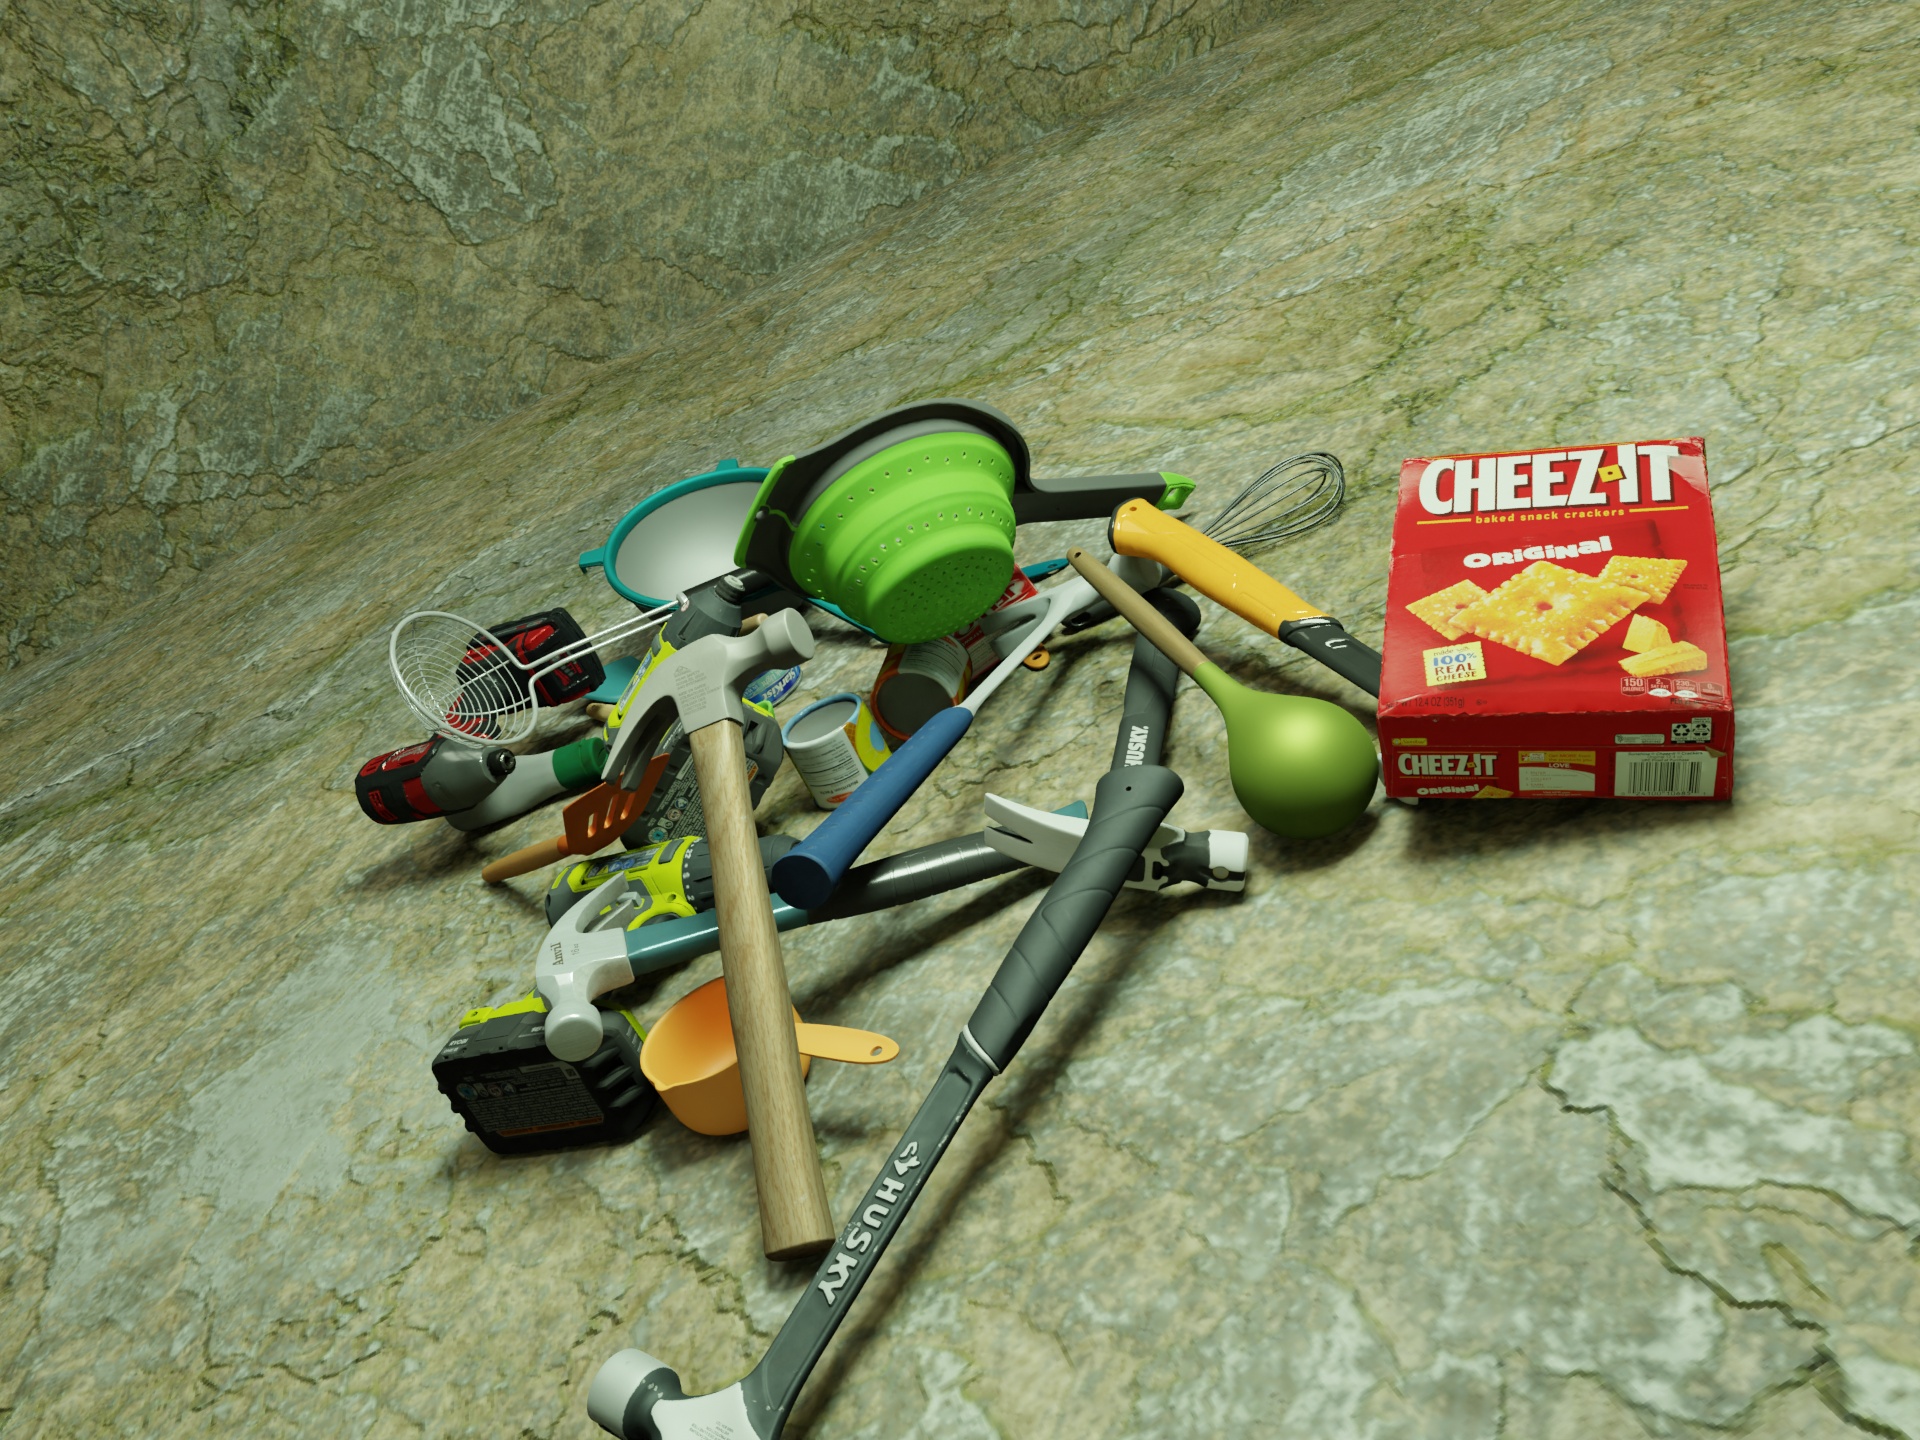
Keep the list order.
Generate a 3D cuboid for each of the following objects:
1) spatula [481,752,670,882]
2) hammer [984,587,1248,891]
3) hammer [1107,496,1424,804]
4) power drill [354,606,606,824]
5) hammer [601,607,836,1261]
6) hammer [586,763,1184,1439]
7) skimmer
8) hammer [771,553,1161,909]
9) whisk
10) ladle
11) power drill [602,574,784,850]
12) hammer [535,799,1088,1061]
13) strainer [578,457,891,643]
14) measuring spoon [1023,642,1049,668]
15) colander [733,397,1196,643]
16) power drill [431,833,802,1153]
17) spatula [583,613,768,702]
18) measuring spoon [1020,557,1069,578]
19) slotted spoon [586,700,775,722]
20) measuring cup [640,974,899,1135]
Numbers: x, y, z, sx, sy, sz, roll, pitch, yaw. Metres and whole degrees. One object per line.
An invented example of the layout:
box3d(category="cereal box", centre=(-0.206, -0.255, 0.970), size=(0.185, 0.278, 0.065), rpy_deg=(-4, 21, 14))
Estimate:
box3d(category="spatula", centre=(-0.290, 0.083, 1.125), size=(0.081, 0.041, 0.322), rpy_deg=(-31, 6, -35))
box3d(category="hammer", centre=(0.110, -0.003, 0.997), size=(0.146, 0.035, 0.335), rpy_deg=(5, 30, 9))
box3d(category="hammer", centre=(0.207, -0.069, 0.983), size=(0.127, 0.034, 0.337), rpy_deg=(-34, 41, -14))
box3d(category="power drill", centre=(-0.395, 0.000, 1.333), size=(0.143, 0.078, 0.220), rpy_deg=(-13, 30, 26))
box3d(category="hammer", centre=(-0.113, 0.108, 0.822), size=(0.130, 0.031, 0.332), rpy_deg=(-22, 64, 18))
box3d(category="hammer", centre=(0.004, 0.171, 0.742), size=(0.149, 0.036, 0.409), rpy_deg=(11, 51, 35))
box3d(category="skimmer", centre=(-0.274, -0.083, 1.277), size=(0.363, 0.127, 0.090), rpy_deg=(-26, -17, -23))
box3d(category="hammer", centre=(-0.002, -0.003, 1.011), size=(0.144, 0.035, 0.405), rpy_deg=(-22, 15, 37))
box3d(category="whisk", centre=(0.180, -0.130, 1.191), size=(0.239, 0.055, 0.055), rpy_deg=(-28, 26, 6))
box3d(category="ladle", centre=(0.140, -0.033, 0.958), size=(0.078, 0.062, 0.320), rpy_deg=(-42, 35, 3))
box3d(category="power drill", centre=(-0.201, -0.003, 1.185), size=(0.171, 0.080, 0.223), rpy_deg=(-56, 27, 16))
box3d(category="hammer", centre=(-0.077, 0.104, 0.913), size=(0.331, 0.033, 0.128), rpy_deg=(-14, 28, -12))
box3d(category="strainer", centre=(-0.169, -0.113, 1.437), size=(0.341, 0.095, 0.211), rpy_deg=(28, 55, 34))
box3d(category="measuring spoon", centre=(0.046, -0.065, 1.222), size=(0.021, 0.011, 0.117), rpy_deg=(-27, 27, -2))
box3d(category="colander", centre=(0.037, -0.131, 1.156), size=(0.397, 0.204, 0.095), rpy_deg=(-9, 58, -35))
box3d(category="power drill", centre=(-0.203, 0.152, 0.986), size=(0.190, 0.080, 0.229), rpy_deg=(-13, 27, 24))
box3d(category="spatula", centre=(-0.250, -0.057, 1.383), size=(0.082, 0.044, 0.317), rpy_deg=(-31, 7, -37))
box3d(category="measuring spoon", centre=(0.031, -0.105, 1.311), size=(0.128, 0.021, 0.042), rpy_deg=(-18, 27, -4))
box3d(category="slotted spoon", centre=(-0.241, 0.004, 1.336), size=(0.314, 0.031, 0.070), rpy_deg=(8, 60, 52))
box3d(category="measuring cup", centre=(-0.093, 0.186, 0.856), size=(0.174, 0.052, 0.095), rpy_deg=(-1, 36, 37))
